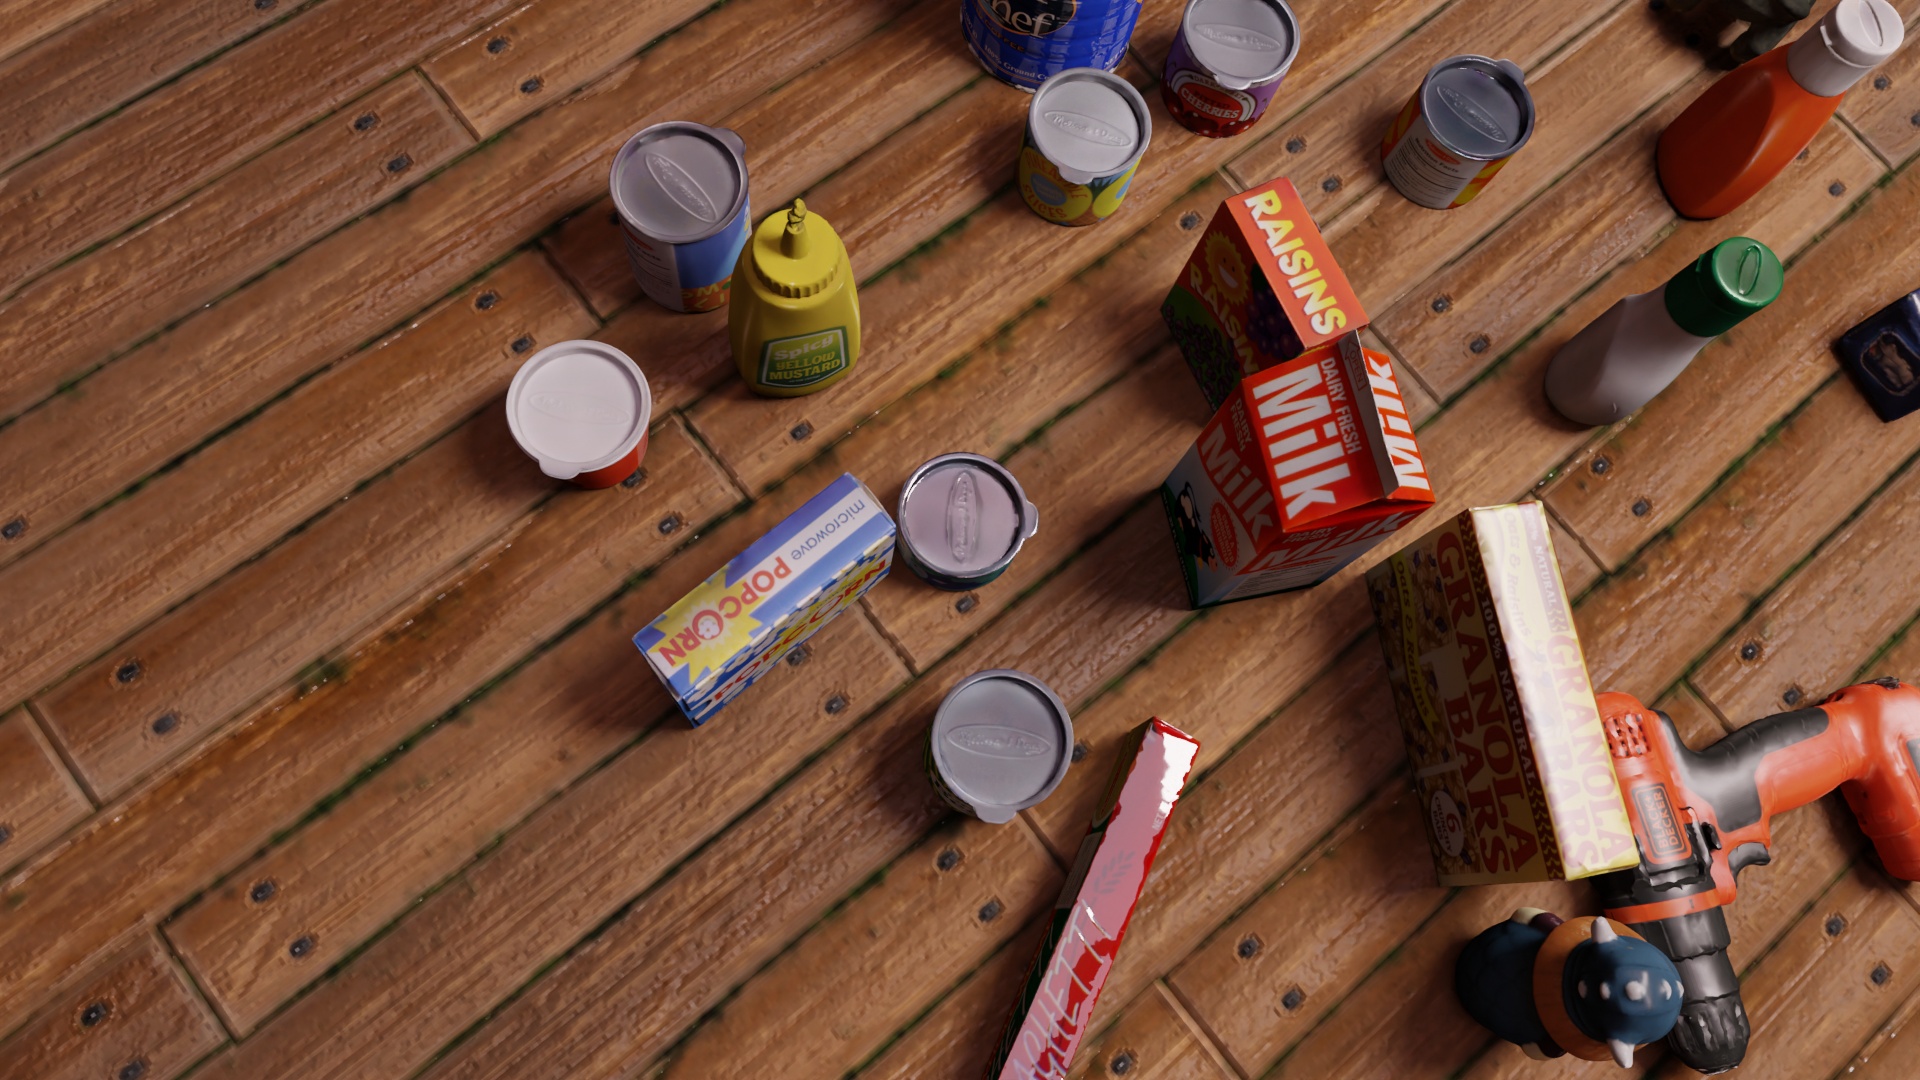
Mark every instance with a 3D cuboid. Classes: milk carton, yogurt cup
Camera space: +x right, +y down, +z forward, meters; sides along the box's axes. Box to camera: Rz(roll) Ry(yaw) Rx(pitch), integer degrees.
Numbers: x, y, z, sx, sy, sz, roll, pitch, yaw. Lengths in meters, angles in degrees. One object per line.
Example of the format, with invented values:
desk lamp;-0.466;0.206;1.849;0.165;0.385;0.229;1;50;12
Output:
milk carton;0.157;-0.028;0.646;0.073;0.190;0.072;-10;76;-9
yogurt cup;-0.186;-0.059;0.689;0.072;0.053;0.072;2;74;-6

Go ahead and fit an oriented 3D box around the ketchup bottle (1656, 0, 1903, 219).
ketchup bottle;0.444;-0.237;0.760;0.043;0.148;0.065;-6;75;-8

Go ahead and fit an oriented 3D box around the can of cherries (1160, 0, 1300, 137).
can of cherries;0.149;-0.269;0.784;0.071;0.058;0.071;2;74;-6

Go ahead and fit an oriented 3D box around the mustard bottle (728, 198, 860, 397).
mustard bottle;-0.080;-0.117;0.662;0.065;0.159;0.049;-14;77;-10

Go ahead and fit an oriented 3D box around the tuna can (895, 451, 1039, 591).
tuna can;0.003;-0.009;0.706;0.071;0.032;0.071;2;74;-6

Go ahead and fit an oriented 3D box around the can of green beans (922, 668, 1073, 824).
can of green beans;0.016;0.099;0.664;0.071;0.057;0.071;2;74;-6

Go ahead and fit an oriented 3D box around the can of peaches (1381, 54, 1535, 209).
can of peaches;0.282;-0.232;0.788;0.071;0.058;0.071;2;74;-6

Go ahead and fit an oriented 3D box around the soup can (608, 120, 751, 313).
soup can;-0.138;-0.164;0.709;0.071;0.083;0.071;2;74;-6

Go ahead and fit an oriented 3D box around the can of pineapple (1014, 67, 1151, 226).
can of pineapple;0.064;-0.212;0.758;0.071;0.057;0.071;2;74;-6

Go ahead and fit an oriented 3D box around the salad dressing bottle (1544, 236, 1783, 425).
salad dressing bottle;0.357;-0.106;0.713;0.044;0.147;0.064;24;73;1

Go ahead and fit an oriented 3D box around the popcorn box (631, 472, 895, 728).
popcorn box;-0.090;0.030;0.658;0.127;0.085;0.038;-39;82;-15

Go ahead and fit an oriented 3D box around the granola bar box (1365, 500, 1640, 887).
granola bar box;0.252;0.077;0.661;0.039;0.124;0.166;-7;75;-8

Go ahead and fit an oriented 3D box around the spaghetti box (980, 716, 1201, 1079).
spaghetti box;0.048;0.202;0.642;0.029;0.050;0.251;26;73;1

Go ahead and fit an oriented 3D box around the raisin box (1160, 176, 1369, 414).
raisin box;0.151;-0.115;0.706;0.040;0.123;0.086;-22;78;-12
